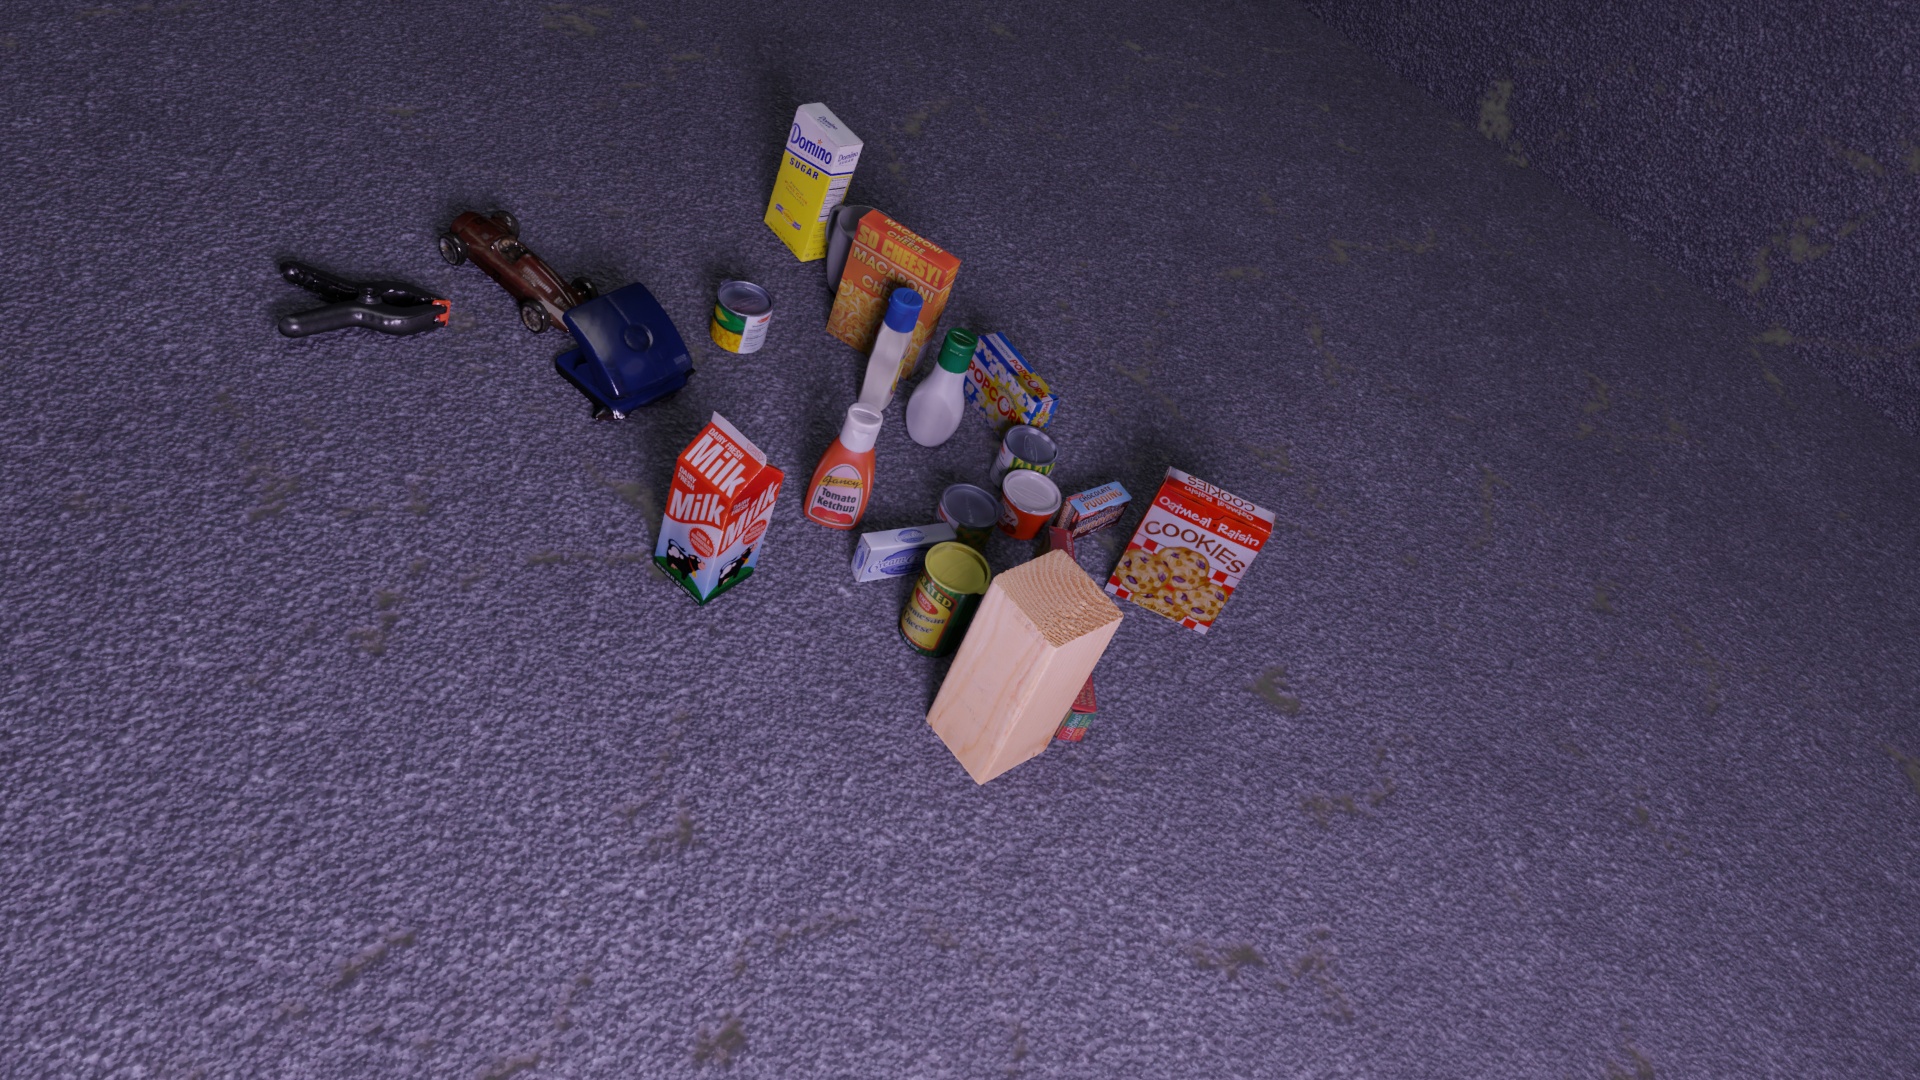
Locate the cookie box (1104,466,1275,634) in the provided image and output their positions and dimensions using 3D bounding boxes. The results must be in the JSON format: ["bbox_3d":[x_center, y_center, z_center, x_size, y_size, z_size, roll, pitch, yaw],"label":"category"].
[{"bbox_3d":[0.242,0.013,1.483,0.123,0.166,0.040,24,43,1],"label":"cookie box"}]

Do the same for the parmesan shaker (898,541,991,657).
[{"bbox_3d":[-0.015,0.061,1.369,0.071,0.102,0.072,13,44,-12],"label":"parmesan shaker"}]

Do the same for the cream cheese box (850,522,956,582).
[{"bbox_3d":[-0.059,0.012,1.435,0.104,0.053,0.024,-8,51,-30],"label":"cream cheese box"}]

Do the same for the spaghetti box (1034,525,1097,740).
[{"bbox_3d":[0.106,0.092,1.431,0.029,0.049,0.251,10,44,-14],"label":"spaghetti box"}]

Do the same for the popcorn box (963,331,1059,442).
[{"bbox_3d":[0.056,-0.175,1.650,0.038,0.084,0.127,-15,55,-35],"label":"popcorn box"}]

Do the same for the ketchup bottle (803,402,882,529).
[{"bbox_3d":[-0.116,-0.077,1.429,0.065,0.148,0.044,16,43,-9],"label":"ketchup bottle"}]

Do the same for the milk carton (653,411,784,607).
[{"bbox_3d":[-0.226,-0.033,1.307,0.072,0.189,0.074,39,45,16],"label":"milk carton"}]

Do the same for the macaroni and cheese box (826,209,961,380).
[{"bbox_3d":[-0.081,-0.290,1.644,0.124,0.165,0.040,32,43,9],"label":"macaroni and cheese box"}]

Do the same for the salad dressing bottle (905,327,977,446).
[{"bbox_3d":[-0.019,-0.173,1.568,0.064,0.146,0.044,28,43,5],"label":"salad dressing bottle"}]

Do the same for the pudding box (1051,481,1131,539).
[{"bbox_3d":[0.149,-0.034,1.575,0.084,0.049,0.030,-18,56,-36],"label":"pudding box"}]

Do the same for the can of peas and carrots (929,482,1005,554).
[{"bbox_3d":[0.005,-0.019,1.490,0.071,0.058,0.071,12,44,-12],"label":"can of peas and carrots"}]

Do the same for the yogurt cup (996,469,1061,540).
[{"bbox_3d":[0.072,-0.038,1.542,0.072,0.053,0.073,12,44,-12],"label":"yogurt cup"}]

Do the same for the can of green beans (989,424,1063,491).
[{"bbox_3d":[0.073,-0.089,1.591,0.071,0.057,0.071,12,44,-12],"label":"can of green beans"}]

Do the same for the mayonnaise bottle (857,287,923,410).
[{"bbox_3d":[-0.079,-0.220,1.588,0.041,0.147,0.065,22,43,-2],"label":"mayonnaise bottle"}]

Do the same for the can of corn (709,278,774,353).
[{"bbox_3d":[-0.257,-0.262,1.618,0.071,0.058,0.071,12,44,-12],"label":"can of corn"}]
